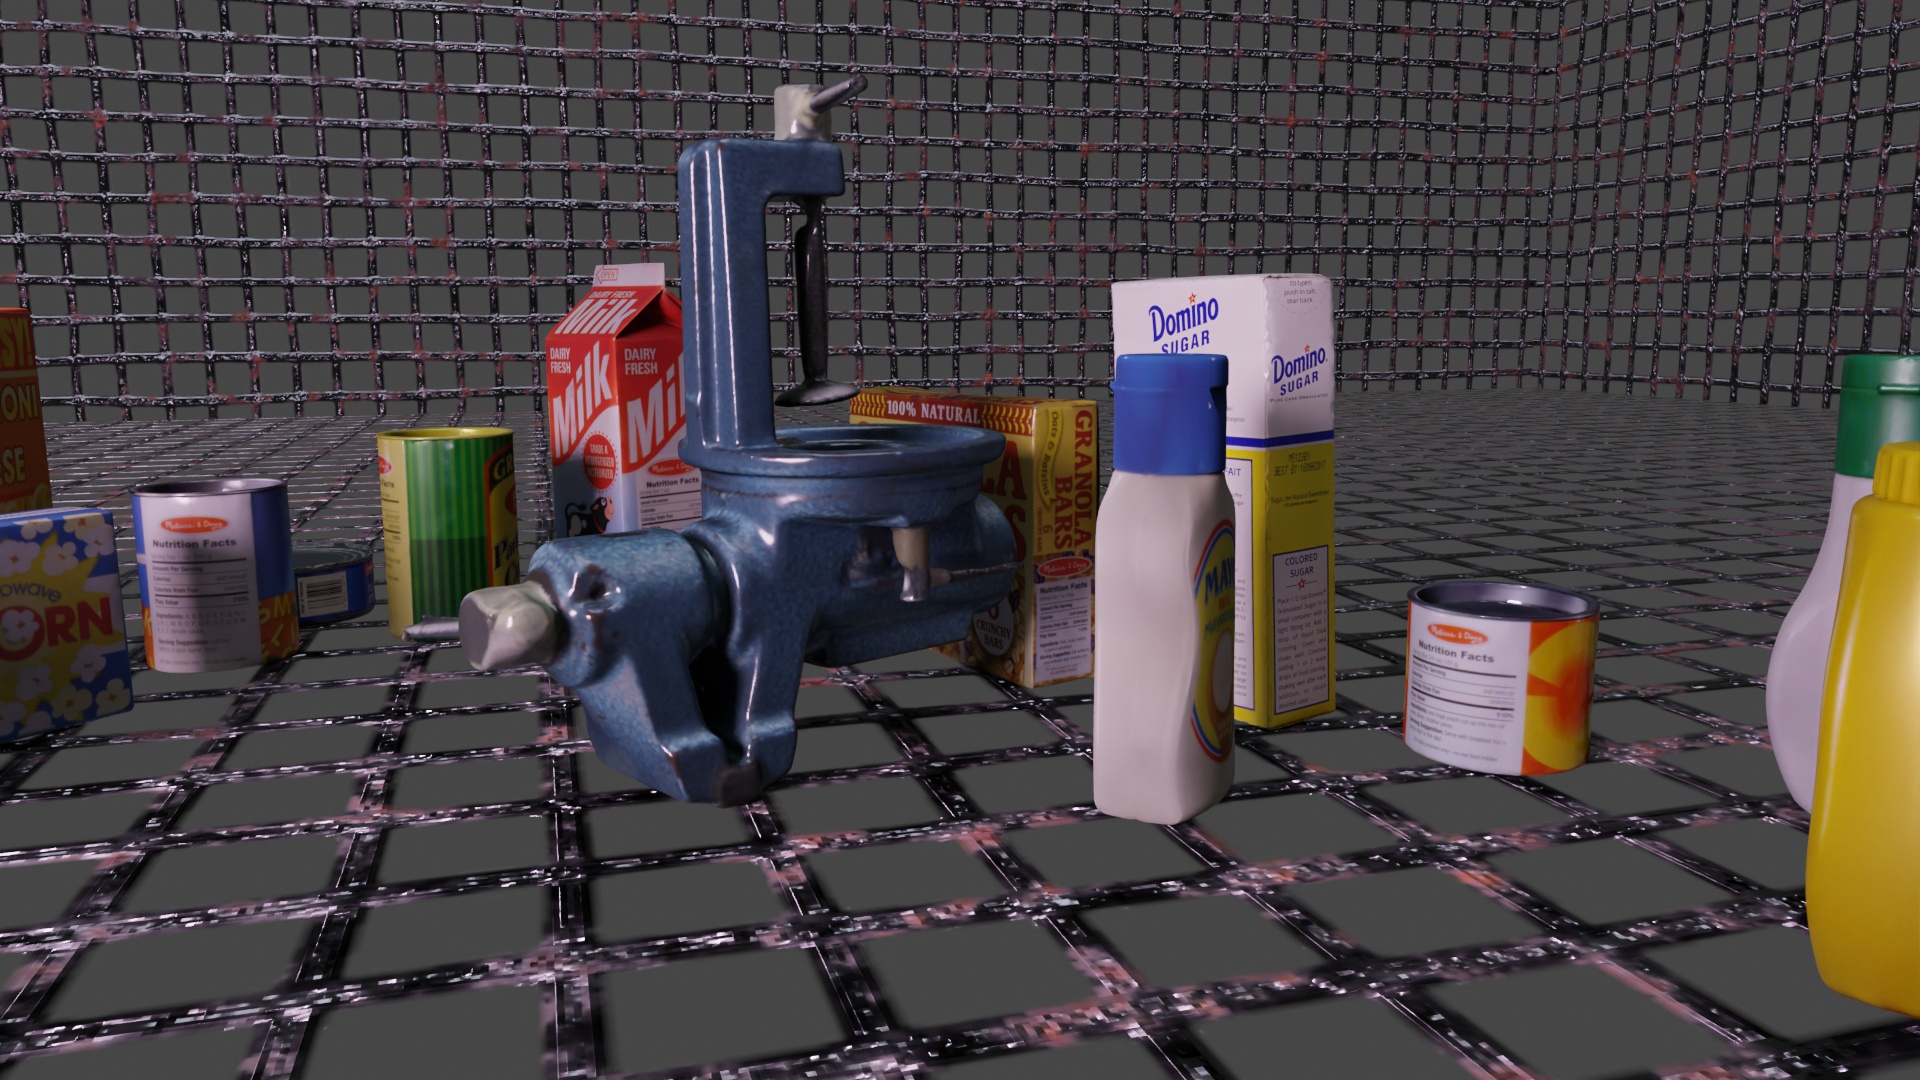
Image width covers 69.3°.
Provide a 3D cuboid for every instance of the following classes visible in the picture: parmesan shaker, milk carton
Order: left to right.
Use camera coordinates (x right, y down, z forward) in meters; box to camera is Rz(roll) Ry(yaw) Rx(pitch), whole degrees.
[{"bbox_3d":[-0.263,-0.005,0.718,0.071,0.103,0.071,0,9,0],"label":"parmesan shaker"},{"bbox_3d":[-0.191,-0.065,0.813,0.072,0.190,0.074,7,12,41],"label":"milk carton"}]

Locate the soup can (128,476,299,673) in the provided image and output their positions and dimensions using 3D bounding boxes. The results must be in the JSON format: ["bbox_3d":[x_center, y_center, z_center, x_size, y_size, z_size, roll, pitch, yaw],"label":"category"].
[{"bbox_3d":[-0.352,0.014,0.660,0.071,0.083,0.071,0,9,0],"label":"soup can"}]

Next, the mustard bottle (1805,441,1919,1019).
[{"bbox_3d":[0.231,0.028,0.322,0.049,0.160,0.065,8,12,44],"label":"mustard bottle"}]

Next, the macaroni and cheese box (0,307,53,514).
[{"bbox_3d":[-0.437,-0.016,0.594,0.040,0.166,0.124,-2,9,-9],"label":"macaroni and cheese box"}]

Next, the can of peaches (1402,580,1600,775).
[{"bbox_3d":[0.200,0.049,0.513,0.071,0.058,0.071,0,9,0],"label":"can of peaches"}]

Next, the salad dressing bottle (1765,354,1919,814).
[{"bbox_3d":[0.293,0.015,0.437,0.064,0.147,0.044,7,12,41],"label":"salad dressing bottle"}]

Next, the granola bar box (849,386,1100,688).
[{"bbox_3d":[0.002,-0.008,0.664,0.039,0.124,0.165,-6,11,-32],"label":"granola bar box"}]

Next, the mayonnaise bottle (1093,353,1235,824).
[{"bbox_3d":[0.068,0.013,0.455,0.041,0.147,0.065,4,10,29],"label":"mayonnaise bottle"}]

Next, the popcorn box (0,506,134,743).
[{"bbox_3d":[-0.384,0.037,0.520,0.038,0.085,0.127,4,10,27],"label":"popcorn box"}]
